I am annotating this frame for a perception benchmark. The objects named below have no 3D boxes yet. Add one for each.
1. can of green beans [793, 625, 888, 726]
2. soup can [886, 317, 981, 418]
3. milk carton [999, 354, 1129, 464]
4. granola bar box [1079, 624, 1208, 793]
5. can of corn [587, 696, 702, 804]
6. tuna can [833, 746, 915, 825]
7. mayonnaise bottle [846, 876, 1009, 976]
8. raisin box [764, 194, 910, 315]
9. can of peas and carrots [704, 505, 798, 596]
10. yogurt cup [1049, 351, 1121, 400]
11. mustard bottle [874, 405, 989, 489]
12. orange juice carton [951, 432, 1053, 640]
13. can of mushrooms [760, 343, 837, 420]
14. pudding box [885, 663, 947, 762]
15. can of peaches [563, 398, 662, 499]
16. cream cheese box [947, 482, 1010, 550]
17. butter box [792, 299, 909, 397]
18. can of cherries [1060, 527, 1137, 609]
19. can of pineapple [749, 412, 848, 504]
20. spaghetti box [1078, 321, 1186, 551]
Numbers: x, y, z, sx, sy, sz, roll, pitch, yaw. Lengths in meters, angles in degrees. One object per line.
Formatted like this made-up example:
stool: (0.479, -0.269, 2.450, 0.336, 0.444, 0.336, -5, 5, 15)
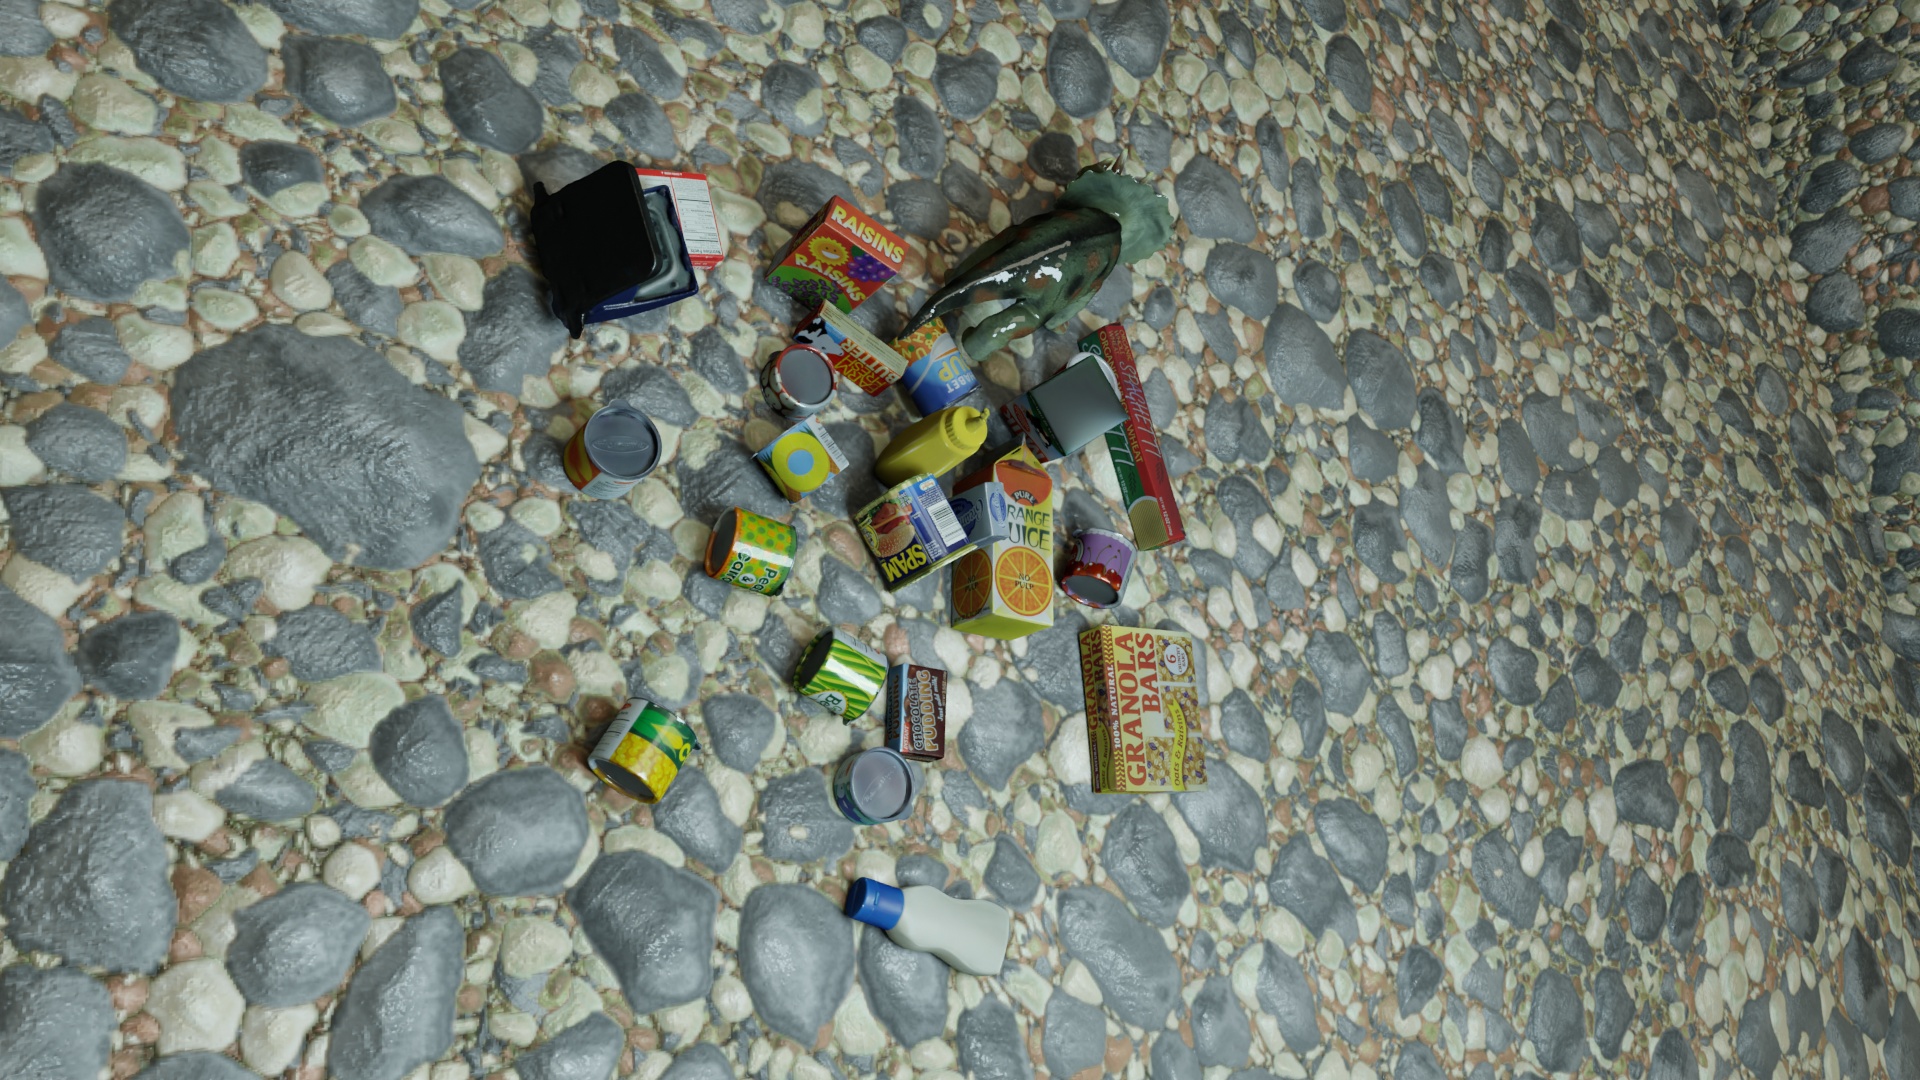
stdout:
can of green beans: (-0.105, 0.116, 1.217, 0.058, 0.071, 0.071, 33, 59, -21)
soup can: (-0.027, -0.171, 1.367, 0.072, 0.071, 0.083, -33, 94, -37)
milk carton: (0.095, -0.124, 1.374, 0.073, 0.190, 0.072, -31, 95, -8)
granola bar box: (0.186, 0.174, 1.414, 0.124, 0.039, 0.166, 7, 70, -33)
can of corn: (-0.249, 0.168, 1.099, 0.071, 0.071, 0.058, 41, 57, -17)
tuna can: (-0.074, 0.219, 1.223, 0.071, 0.032, 0.071, 12, 68, -31)
mayonnaise bottle: (-0.028, 0.332, 1.212, 0.148, 0.041, 0.065, 26, 60, -24)
raisin box: (-0.116, -0.262, 1.304, 0.086, 0.123, 0.040, 32, 59, -22)
can of peas and carrots: (-0.181, 0.011, 1.200, 0.059, 0.070, 0.071, 20, 64, -27)
yogurt cup: (0.125, -0.160, 1.478, 0.072, 0.053, 0.072, 12, 68, -31)
mustard bottle: (-0.019, -0.090, 1.289, 0.048, 0.159, 0.065, 43, 56, -17)
orange juice carton: (0.041, -0.007, 1.356, 0.073, 0.071, 0.193, 13, 67, -31)
can of mushrooms: (-0.151, -0.150, 1.298, 0.071, 0.033, 0.071, 11, 69, -31)
pudding box: (-0.041, 0.157, 1.269, 0.050, 0.030, 0.084, 14, 66, -29)
can of peaches: (-0.291, -0.075, 1.161, 0.071, 0.058, 0.071, 12, 68, -30)
cream cheese box: (0.005, -0.016, 1.315, 0.024, 0.103, 0.053, 2, 74, -38)
butter box: (-0.105, -0.182, 1.329, 0.103, 0.053, 0.024, 35, 55, -21)
can of cherries: (0.139, 0.028, 1.417, 0.071, 0.071, 0.058, 34, 59, -21)
can of pineapple: (-0.145, -0.073, 1.257, 0.071, 0.070, 0.058, -41, 99, -37)
spaghetti box: (0.185, -0.113, 1.506, 0.029, 0.050, 0.250, -8, 79, -37)
